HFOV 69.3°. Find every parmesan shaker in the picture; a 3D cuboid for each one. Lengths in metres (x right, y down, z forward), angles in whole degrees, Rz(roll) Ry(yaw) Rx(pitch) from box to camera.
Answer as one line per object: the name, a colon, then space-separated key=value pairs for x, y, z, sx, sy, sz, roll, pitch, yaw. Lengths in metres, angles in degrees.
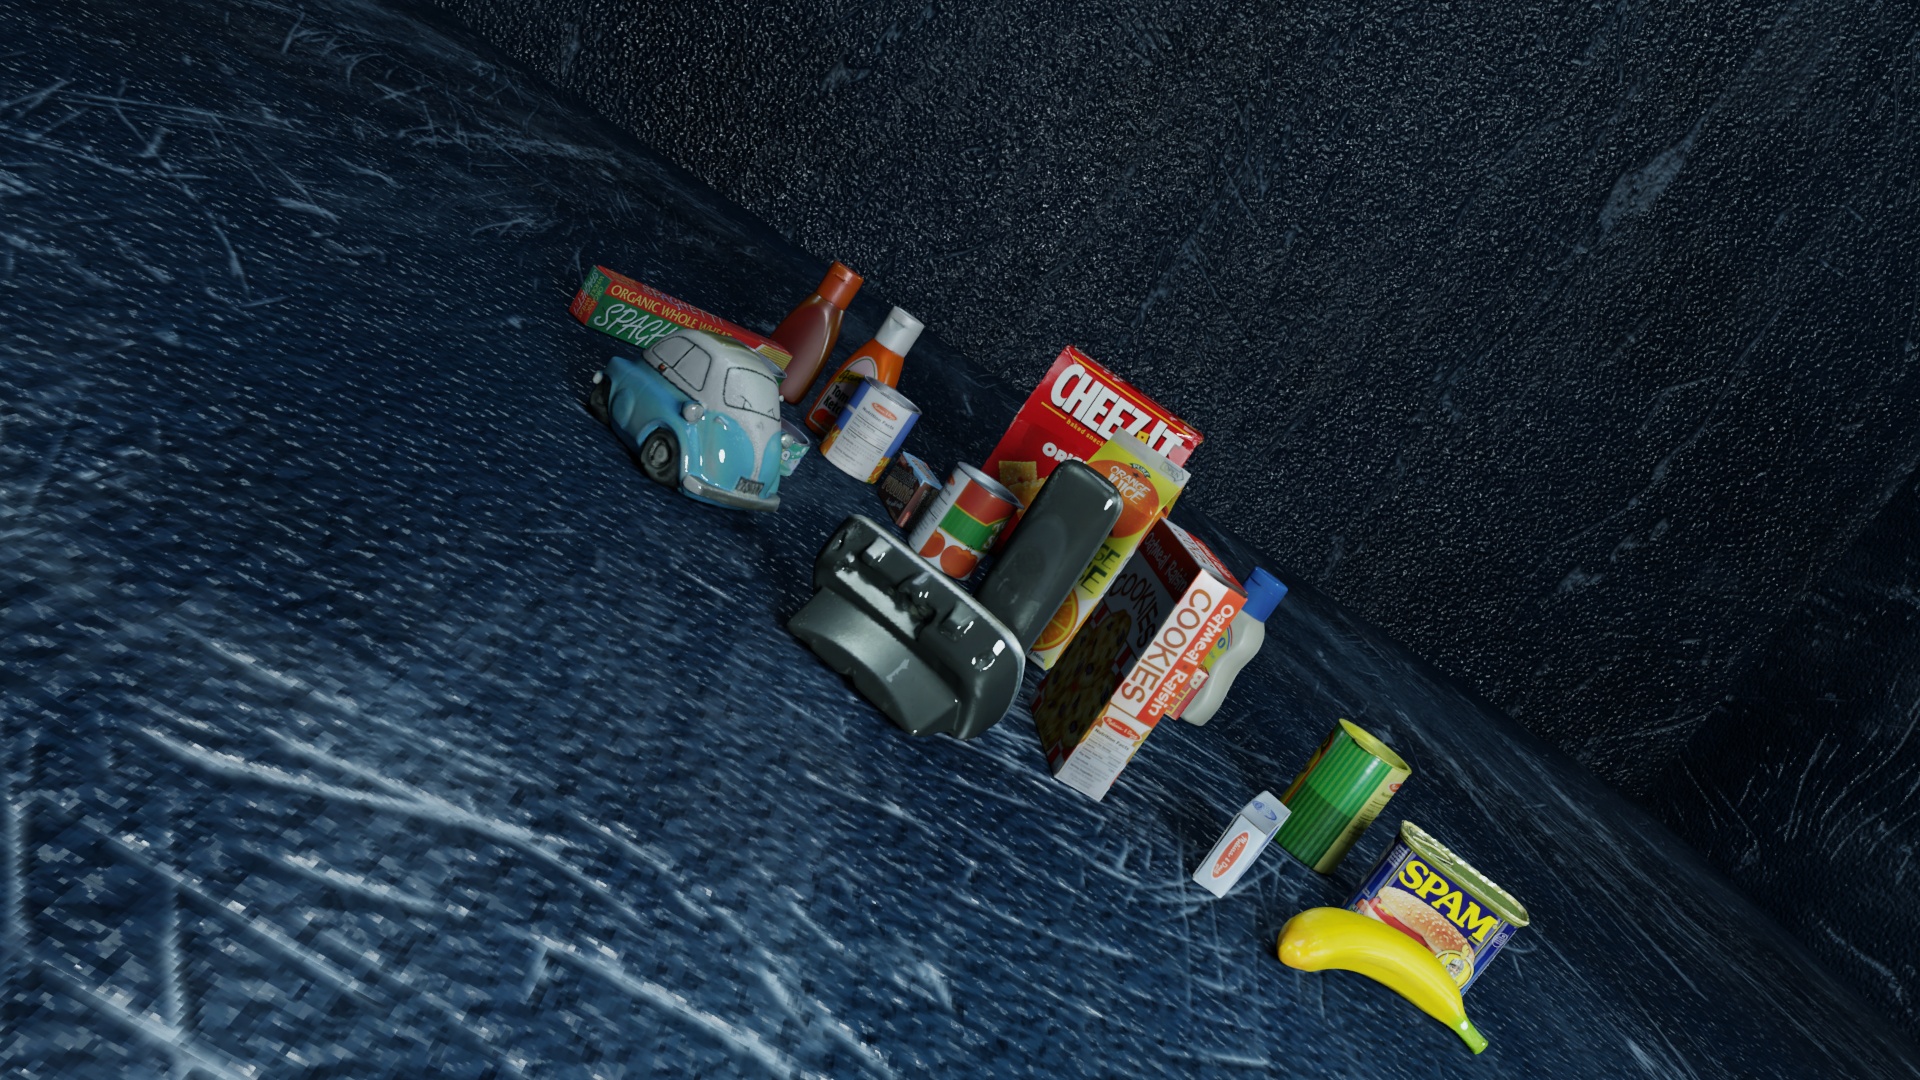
parmesan shaker: x=0.290 y=0.199 z=1.079 sx=0.071 sy=0.103 sz=0.071 roll=33 pitch=11 yaw=-7

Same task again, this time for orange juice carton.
orange juice carton: x=0.101 y=0.006 z=1.120 sx=0.072 sy=0.192 sz=0.073 roll=37 pitch=11 yaw=13

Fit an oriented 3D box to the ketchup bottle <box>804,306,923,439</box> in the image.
ketchup bottle: x=-0.091 y=-0.161 z=1.380 sx=0.065 sy=0.148 sz=0.043 roll=37 pitch=11 yaw=14

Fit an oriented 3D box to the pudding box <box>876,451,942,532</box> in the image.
pudding box: x=-0.044 y=-0.044 z=1.276 sx=0.030 sy=0.049 sz=0.084 roll=29 pitch=12 yaw=-25

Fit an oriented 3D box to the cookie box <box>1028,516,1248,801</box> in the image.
cookie box: x=0.116 y=0.076 z=0.935 sx=0.040 sy=0.167 sz=0.123 roll=32 pitch=11 yaw=-13

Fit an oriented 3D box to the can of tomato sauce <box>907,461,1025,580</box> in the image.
can of tomato sauce: x=0.004 y=-0.015 z=1.212 sx=0.071 sy=0.083 sz=0.071 roll=33 pitch=11 yaw=-7

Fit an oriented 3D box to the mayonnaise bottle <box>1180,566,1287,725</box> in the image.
mayonnaise bottle: x=0.237 y=0.092 z=1.254 sx=0.041 sy=0.148 sz=0.065 roll=25 pitch=15 yaw=-42

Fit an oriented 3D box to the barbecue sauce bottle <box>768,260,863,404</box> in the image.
barbecue sauce bottle: x=-0.154 y=-0.216 z=1.430 sx=0.065 sy=0.148 sz=0.044 roll=35 pitch=11 yaw=3

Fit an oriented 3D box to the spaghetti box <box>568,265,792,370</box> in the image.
spaghetti box: x=-0.255 y=-0.192 z=1.300 sx=0.029 sy=0.050 sz=0.250 roll=41 pitch=13 yaw=31

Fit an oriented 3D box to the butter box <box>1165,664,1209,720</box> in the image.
butter box: x=0.162 y=0.108 z=1.221 sx=0.103 sy=0.053 sz=0.024 roll=34 pitch=11 yaw=-3

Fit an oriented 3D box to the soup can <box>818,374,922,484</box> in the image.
soup can: x=-0.087 y=-0.106 z=1.331 sx=0.071 sy=0.083 sz=0.071 roll=33 pitch=11 yaw=-7

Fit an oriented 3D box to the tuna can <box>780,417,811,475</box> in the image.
tuna can: x=-0.160 y=-0.084 z=1.161 sx=0.071 sy=0.032 sz=0.071 roll=33 pitch=11 yaw=-7

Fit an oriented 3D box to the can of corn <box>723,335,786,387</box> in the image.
can of corn: x=-0.197 y=-0.138 z=1.218 sx=0.071 sy=0.058 sz=0.071 roll=33 pitch=11 yaw=-7

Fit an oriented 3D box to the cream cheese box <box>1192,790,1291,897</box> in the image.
cream cheese box: x=0.186 y=0.199 z=0.915 sx=0.024 sy=0.053 sz=0.104 roll=38 pitch=12 yaw=18
